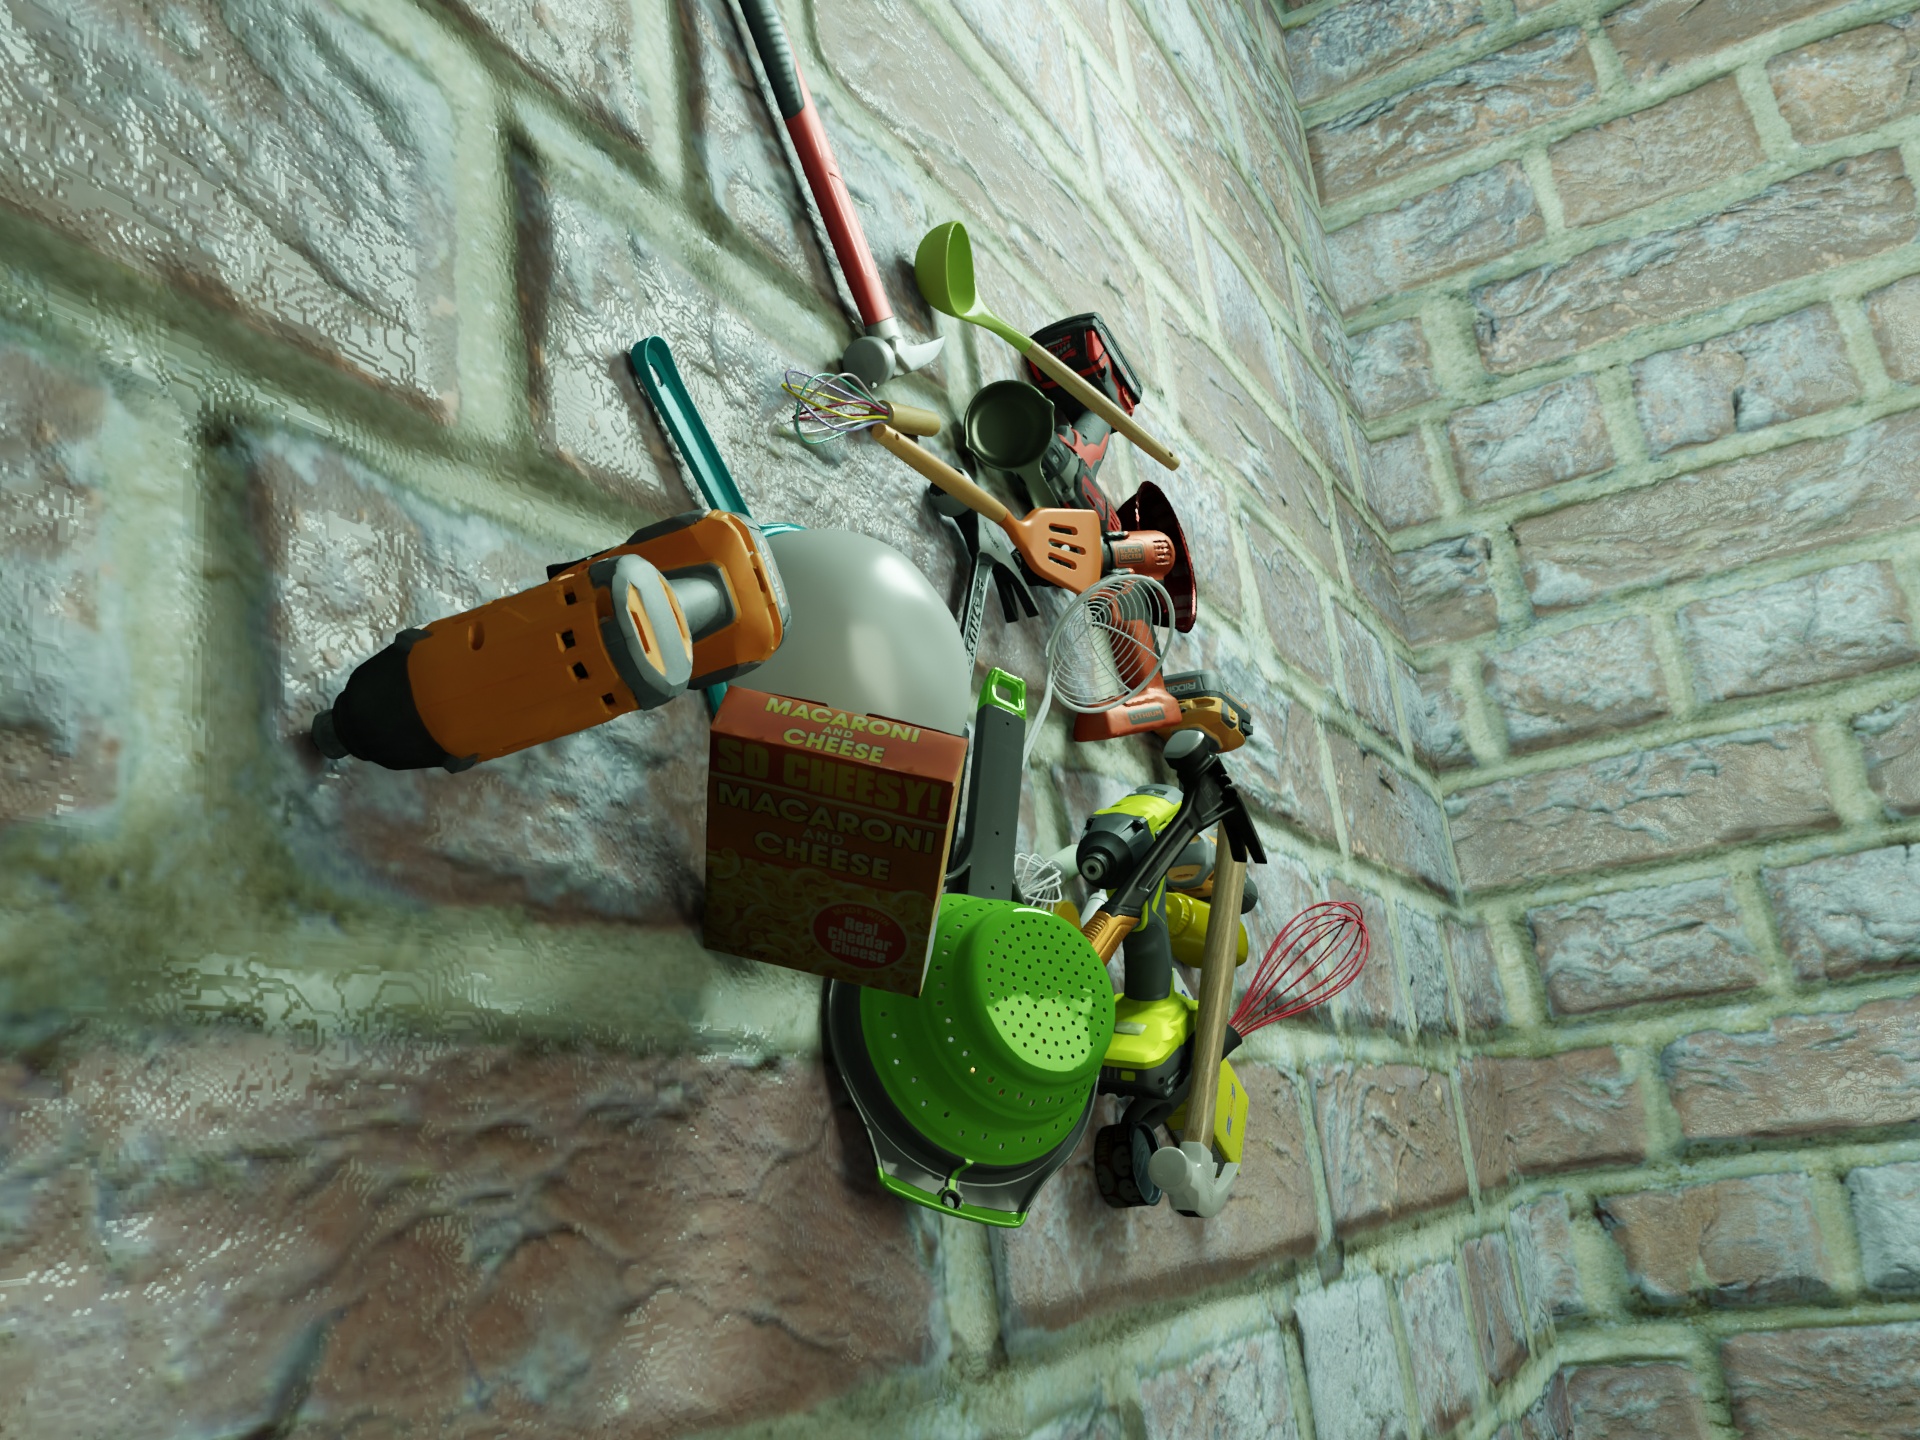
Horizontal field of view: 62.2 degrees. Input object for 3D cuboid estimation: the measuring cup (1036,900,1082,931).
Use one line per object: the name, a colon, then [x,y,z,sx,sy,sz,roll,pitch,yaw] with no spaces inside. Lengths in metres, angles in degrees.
measuring cup: [0.059,0.209,1.214,0.062,0.029,0.157,56,42,-44]

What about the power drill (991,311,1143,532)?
power drill: [0.096,-0.283,1.492,0.187,0.080,0.227,49,39,-38]

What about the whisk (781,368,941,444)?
whisk: [-0.064,-0.223,1.167,0.245,0.047,0.051,-15,105,-68]

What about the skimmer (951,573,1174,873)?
skimmer: [0.083,0.017,1.241,0.363,0.090,0.127,-63,150,-46]

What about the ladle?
ladle: [0.086,-0.318,1.396,0.320,0.062,0.078,33,52,-25]

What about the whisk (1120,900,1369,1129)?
whisk: [0.245,0.254,1.354,0.296,0.073,0.073,-37,117,-20]

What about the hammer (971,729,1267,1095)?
hammer: [0.104,0.160,1.138,0.337,0.034,0.127,-47,118,-29]

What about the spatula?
spatula: [0.027,-0.170,1.236,0.322,0.041,0.081,22,67,-59]

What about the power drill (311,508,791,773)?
power drill: [-0.179,-0.033,0.726,0.226,0.164,0.084,-51,123,-74]

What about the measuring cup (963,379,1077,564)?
measuring cup: [0.059,-0.210,1.364,0.167,0.083,0.038,64,-3,-10]

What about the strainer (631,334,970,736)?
strainer: [-0.085,-0.089,0.972,0.340,0.095,0.211,63,33,-18]

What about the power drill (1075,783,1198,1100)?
power drill: [0.136,0.176,1.255,0.171,0.080,0.223,-24,112,-63]

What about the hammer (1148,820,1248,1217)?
hammer: [0.203,0.230,1.270,0.129,0.031,0.332,54,41,-49]

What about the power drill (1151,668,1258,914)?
power drill: [0.254,0.083,1.613,0.185,0.084,0.226,34,51,-55]

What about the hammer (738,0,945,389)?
hammer: [-0.111,-0.446,1.198,0.386,0.038,0.143,69,25,-13]

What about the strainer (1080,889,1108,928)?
strainer: [0.122,0.152,1.349,0.086,0.050,0.258,64,31,-19]

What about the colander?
colander: [0.034,0.113,1.025,0.204,0.094,0.397,24,51,-24]

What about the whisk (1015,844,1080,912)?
whisk: [0.068,0.120,1.224,0.058,0.059,0.246,61,14,6]

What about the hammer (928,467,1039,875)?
hammer: [-0.002,-0.004,1.185,0.149,0.036,0.409,54,33,-39]
